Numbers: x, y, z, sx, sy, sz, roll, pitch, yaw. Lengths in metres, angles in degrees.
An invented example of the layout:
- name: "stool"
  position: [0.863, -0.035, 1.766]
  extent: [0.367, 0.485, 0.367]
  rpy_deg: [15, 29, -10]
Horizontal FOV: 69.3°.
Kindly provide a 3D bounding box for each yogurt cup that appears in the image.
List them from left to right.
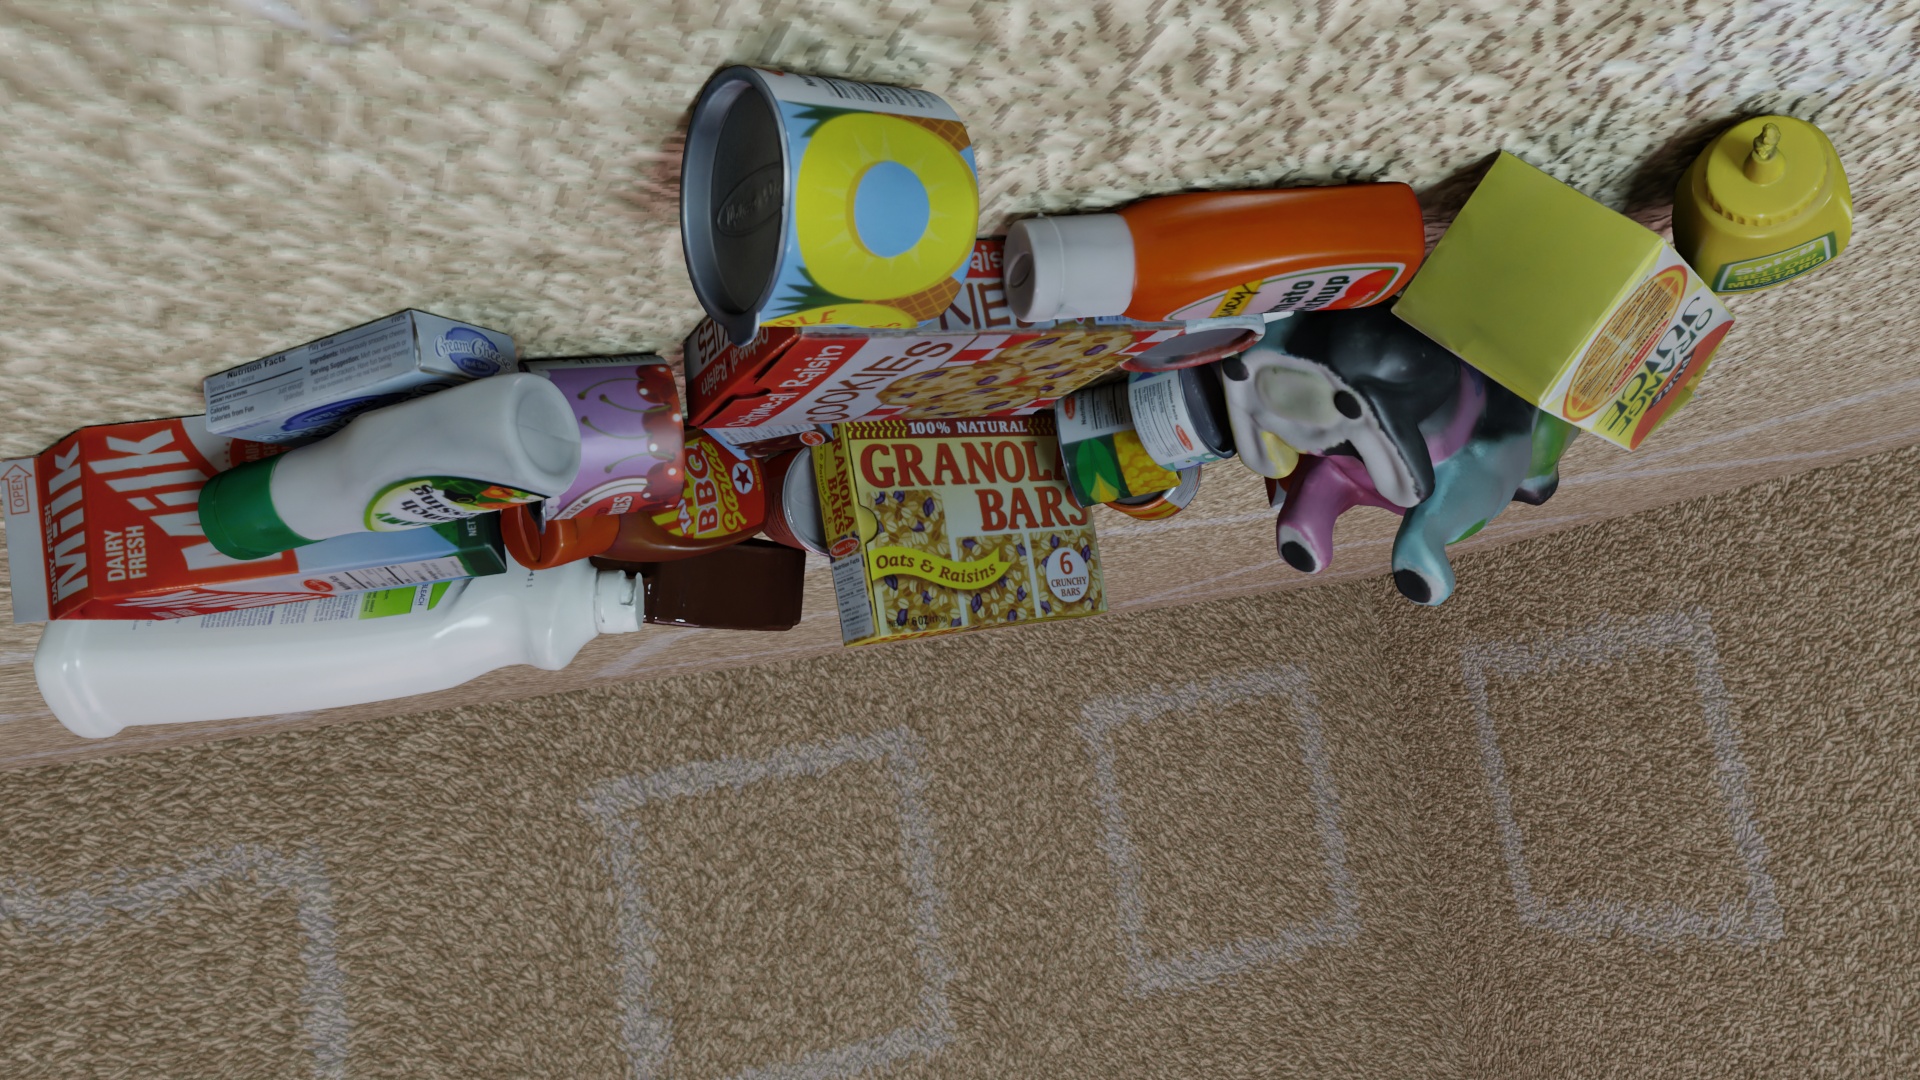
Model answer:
- name: "yogurt cup"
  position: [-0.085, -0.024, 0.803]
  extent: [0.072, 0.072, 0.054]
  rpy_deg: [-4, -178, -38]

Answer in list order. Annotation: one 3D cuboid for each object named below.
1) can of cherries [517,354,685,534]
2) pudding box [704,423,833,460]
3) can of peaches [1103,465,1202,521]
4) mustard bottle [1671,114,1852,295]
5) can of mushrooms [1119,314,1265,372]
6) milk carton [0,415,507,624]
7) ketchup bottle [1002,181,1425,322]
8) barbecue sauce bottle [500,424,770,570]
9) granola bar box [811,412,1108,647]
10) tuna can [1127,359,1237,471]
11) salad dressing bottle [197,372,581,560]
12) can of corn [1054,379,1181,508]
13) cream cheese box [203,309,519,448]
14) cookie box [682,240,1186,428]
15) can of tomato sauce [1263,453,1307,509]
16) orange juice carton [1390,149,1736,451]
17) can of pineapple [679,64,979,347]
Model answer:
- name: "can of cherries"
  position: [-0.149, -0.040, 0.575]
  extent: [0.058, 0.071, 0.071]
  rpy_deg: [-6, 172, -25]
- name: "pudding box"
  position: [-0.091, -0.062, 0.645]
  extent: [0.050, 0.030, 0.083]
  rpy_deg: [-11, 172, 3]
- name: "can of peaches"
  position: [0.113, -0.047, 0.883]
  extent: [0.071, 0.071, 0.058]
  rpy_deg: [-12, 172, 18]
- name: "mustard bottle"
  position: [0.318, -0.135, 0.552]
  extent: [0.065, 0.049, 0.160]
  rpy_deg: [-17, 170, 28]
- name: "can of mushrooms"
  position: [0.096, -0.098, 0.607]
  extent: [0.071, 0.033, 0.071]
  rpy_deg: [-10, 172, -1]
- name: "milk carton"
  position: [-0.299, -0.012, 0.592]
  extent: [0.191, 0.072, 0.073]
  rpy_deg: [-9, 171, -14]
- name: "ketchup bottle"
  position: [0.091, -0.105, 0.512]
  extent: [0.149, 0.043, 0.064]
  rpy_deg: [-7, 172, -16]
- name: "barbecue sauce bottle"
  position: [-0.151, -0.018, 0.662]
  extent: [0.043, 0.064, 0.149]
  rpy_deg: [-9, -174, 30]
- name: "granola bar box"
  position: [0.003, -0.010, 0.794]
  extent: [0.166, 0.124, 0.039]
  rpy_deg: [-4, 170, -37]
- name: "tuna can"
  position: [0.117, -0.071, 0.715]
  extent: [0.032, 0.071, 0.071]
  rpy_deg: [-14, 171, 35]
- name: "salad dressing bottle"
  position: [-0.215, -0.024, 0.517]
  extent: [0.147, 0.044, 0.064]
  rpy_deg: [-12, 168, 19]
- name: "can of corn"
  position: [0.090, -0.055, 0.786]
  extent: [0.058, 0.071, 0.071]
  rpy_deg: [-12, 172, 14]
- name: "cream cheese box"
  position: [-0.225, -0.058, 0.522]
  extent: [0.103, 0.024, 0.053]
  rpy_deg: [-13, 172, 20]
- name: "cookie box"
  position: [-0.014, -0.081, 0.562]
  extent: [0.168, 0.040, 0.122]
  rpy_deg: [-6, 171, -29]
- name: "can of tomato sauce"
  position: [0.204, -0.065, 0.797]
  extent: [0.071, 0.083, 0.071]
  rpy_deg: [-10, 173, -1]
- name: "orange juice carton"
  position: [0.262, -0.091, 0.582]
  extent: [0.193, 0.072, 0.072]
  rpy_deg: [5, 122, -52]
- name: "can of pineapple"
  position: [-0.036, -0.088, 0.372]
  extent: [0.058, 0.071, 0.071]
  rpy_deg: [-5, 171, -33]
